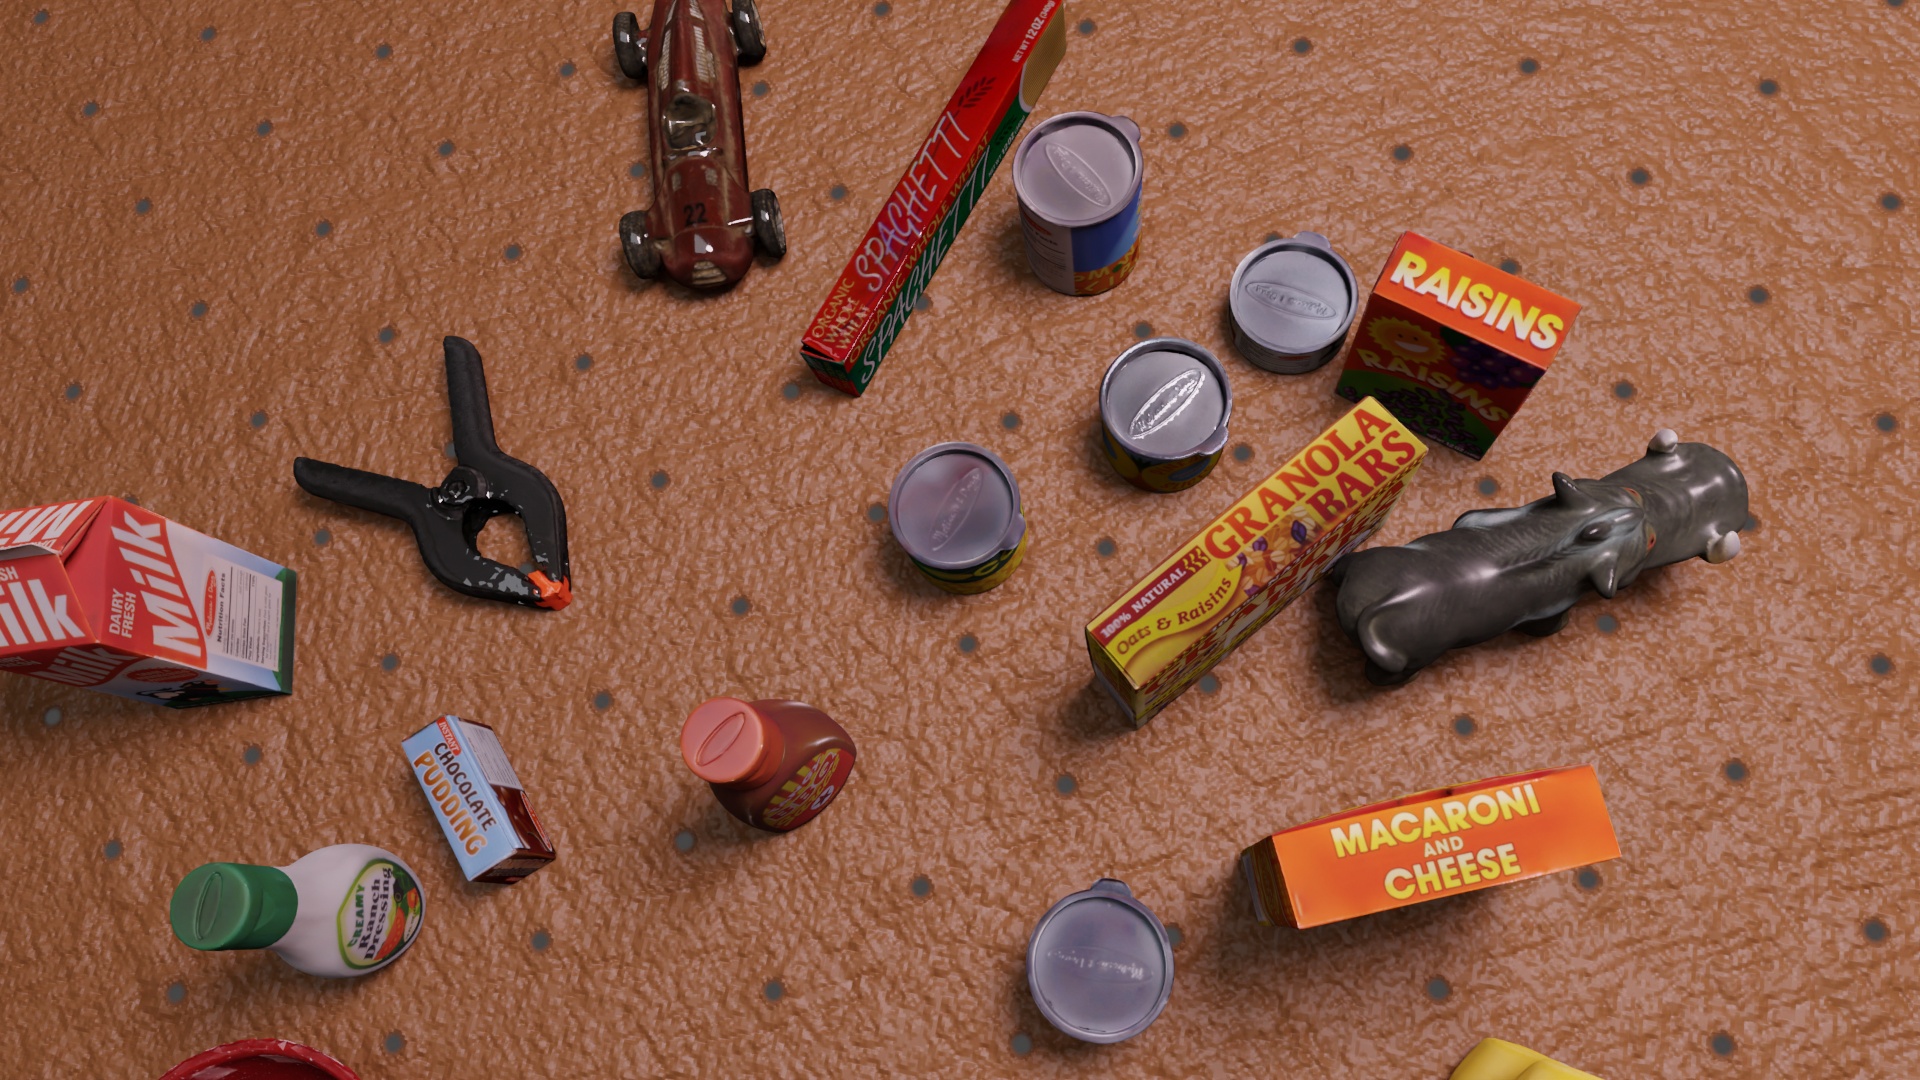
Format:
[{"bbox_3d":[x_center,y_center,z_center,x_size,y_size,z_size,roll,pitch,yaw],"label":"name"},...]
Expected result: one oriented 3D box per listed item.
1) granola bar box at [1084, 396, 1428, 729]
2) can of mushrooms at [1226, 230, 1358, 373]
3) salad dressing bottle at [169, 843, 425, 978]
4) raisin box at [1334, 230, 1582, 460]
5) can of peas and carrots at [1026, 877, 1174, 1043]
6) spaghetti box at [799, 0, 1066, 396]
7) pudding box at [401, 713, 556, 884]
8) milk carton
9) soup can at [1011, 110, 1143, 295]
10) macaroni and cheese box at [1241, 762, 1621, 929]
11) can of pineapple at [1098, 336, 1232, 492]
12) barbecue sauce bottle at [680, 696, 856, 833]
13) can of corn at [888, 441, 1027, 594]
[{"bbox_3d":[0.134,0.015,0.655,0.166,0.124,0.039,-39,73,-5],"label":"granola bar box"},{"bbox_3d":[0.176,-0.126,0.738,0.071,0.033,0.071,-2,74,7],"label":"can of mushrooms"},{"bbox_3d":[-0.307,0.173,0.653,0.044,0.147,0.064,5,75,9],"label":"salad dressing bottle"},{"bbox_3d":[0.236,-0.092,0.673,0.086,0.123,0.040,29,80,14],"label":"raisin box"},{"bbox_3d":[0.066,0.194,0.646,0.071,0.058,0.071,-2,74,7],"label":"can of peas and carrots"},{"bbox_3d":[-0.011,-0.195,0.773,0.029,0.050,0.250,27,79,14],"label":"spaghetti box"},{"bbox_3d":[-0.245,0.132,0.708,0.030,0.049,0.084,-33,73,-3],"label":"pudding box"},{"bbox_3d":[-0.416,0.030,0.686,0.072,0.190,0.073,-7,74,5],"label":"milk carton"},{"bbox_3d":[0.066,-0.179,0.741,0.071,0.083,0.071,-2,74,7],"label":"soup can"},{"bbox_3d":[0.189,0.133,0.592,0.124,0.166,0.040,-14,73,3],"label":"macaroni and cheese box"},{"bbox_3d":[0.106,-0.062,0.715,0.071,0.057,0.071,-2,74,7],"label":"can of pineapple"},{"bbox_3d":[-0.091,0.101,0.646,0.044,0.148,0.065,41,83,16],"label":"barbecue sauce bottle"},{"bbox_3d":[0.003,-0.009,0.713,0.071,0.058,0.071,-2,74,7],"label":"can of corn"}]
